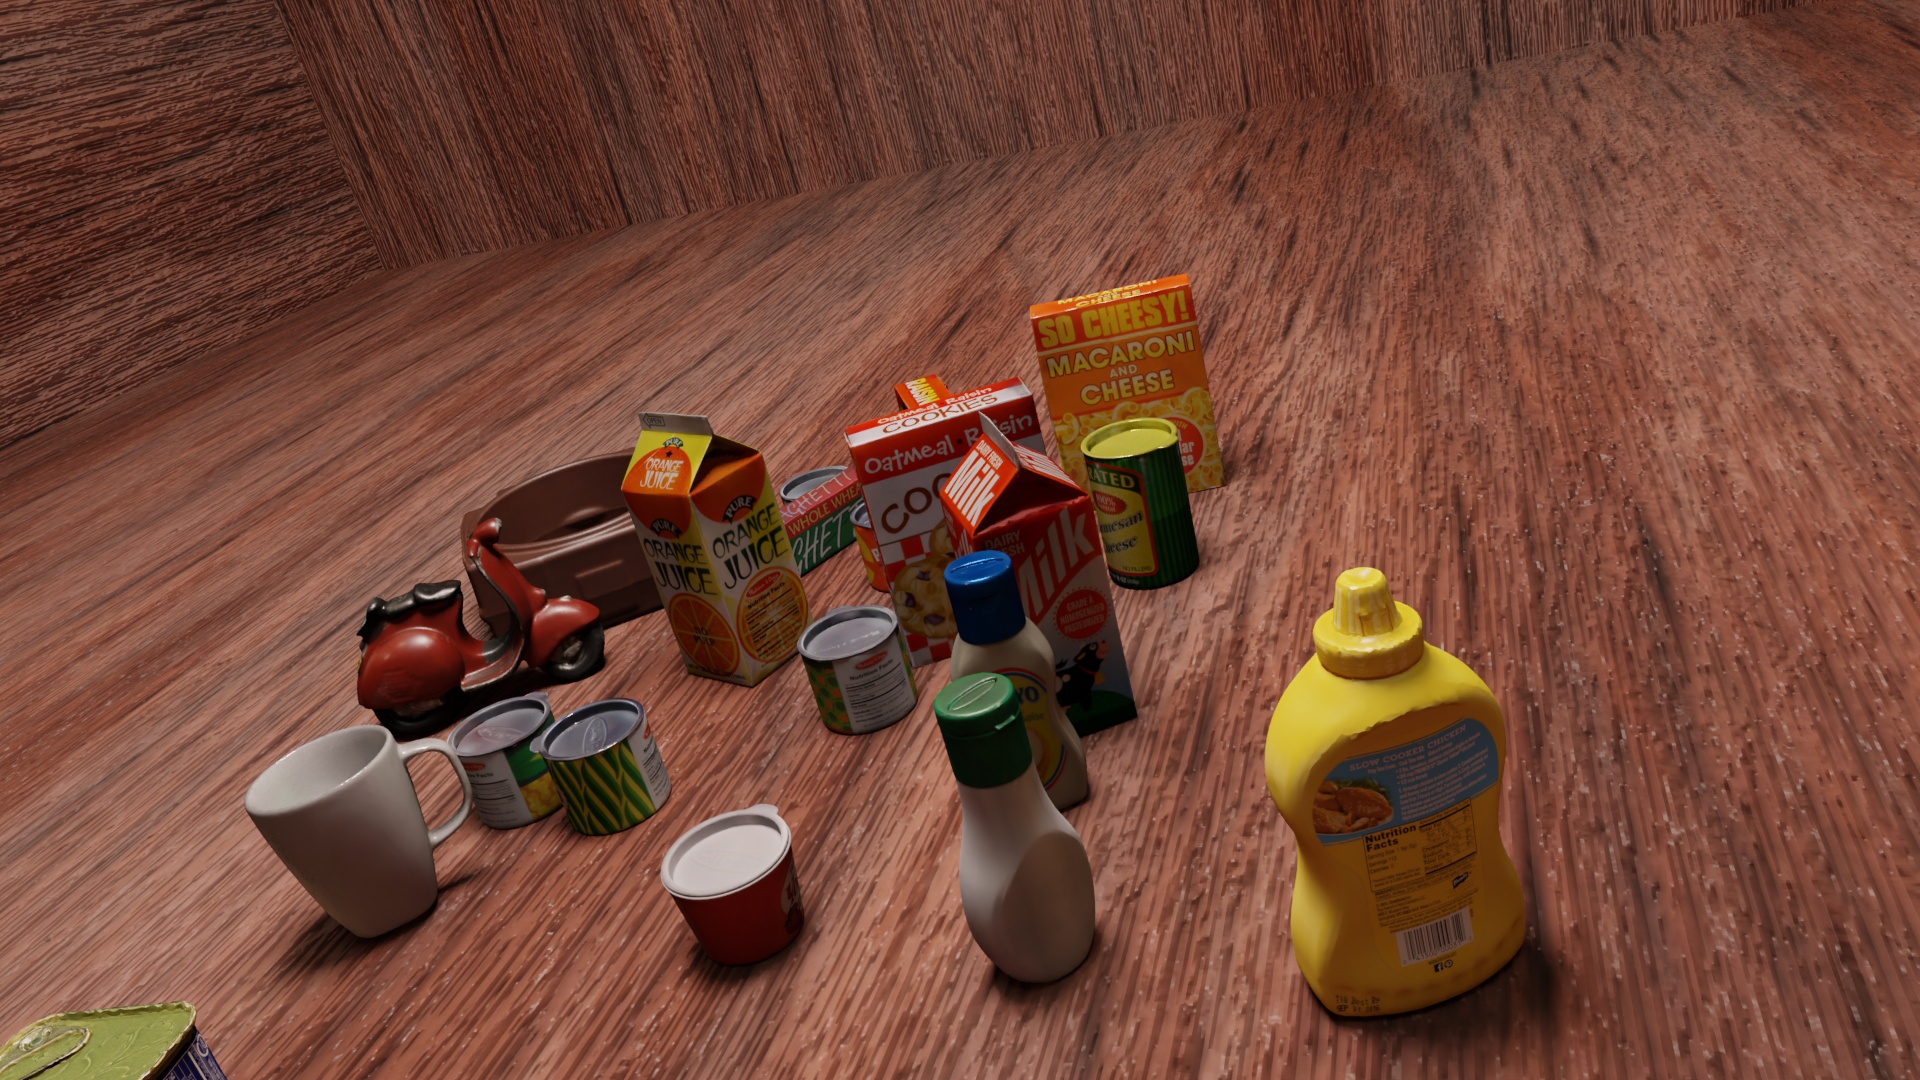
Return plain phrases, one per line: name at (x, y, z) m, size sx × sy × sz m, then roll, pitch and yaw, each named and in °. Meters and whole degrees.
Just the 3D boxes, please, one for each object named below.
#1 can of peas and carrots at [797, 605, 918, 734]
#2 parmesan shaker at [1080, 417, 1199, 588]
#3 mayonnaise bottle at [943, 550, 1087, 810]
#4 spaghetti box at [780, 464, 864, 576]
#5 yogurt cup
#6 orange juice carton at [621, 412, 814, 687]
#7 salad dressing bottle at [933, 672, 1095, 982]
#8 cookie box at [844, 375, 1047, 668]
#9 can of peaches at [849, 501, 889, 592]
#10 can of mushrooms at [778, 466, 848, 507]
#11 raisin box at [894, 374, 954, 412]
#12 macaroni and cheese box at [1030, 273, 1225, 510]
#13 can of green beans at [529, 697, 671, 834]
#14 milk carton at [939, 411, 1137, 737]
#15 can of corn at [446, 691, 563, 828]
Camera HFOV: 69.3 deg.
can of peas and carrots at (-0.066, 0.082, 0.896) m, size 0.071 × 0.058 × 0.071 m, roll -12°, pitch 24°, yaw 6°
parmesan shaker at (0.128, -0.025, 0.966) m, size 0.071 × 0.102 × 0.071 m, roll -12°, pitch 24°, yaw 6°
mayonnaise bottle at (0.025, 0.078, 0.743) m, size 0.065 × 0.147 × 0.041 m, roll -14°, pitch 24°, yaw 1°
spaghetti box at (-0.107, -0.020, 1.151) m, size 0.028 × 0.050 × 0.251 m, roll 8°, pitch 32°, yaw 41°
yogurt cup at (-0.114, 0.180, 0.715) m, size 0.072 × 0.053 × 0.073 m, roll -12°, pitch 24°, yaw 6°
orange juice carton at (-0.172, -0.001, 0.971) m, size 0.072 × 0.192 × 0.073 m, roll 6°, pitch 31°, yaw 39°
salad dressing bottle at (0.023, 0.131, 0.631) m, size 0.064 × 0.147 × 0.044 m, roll -30°, pitch 28°, yaw -31°
cookie box at (0.003, -0.012, 0.927) m, size 0.123 × 0.166 × 0.040 m, roll -17°, pitch 24°, yaw -6°
can of peaches at (-0.045, 0.000, 1.062) m, size 0.071 × 0.057 × 0.071 m, roll -12°, pitch 24°, yaw 6°
can of mushrooms at (-0.121, -0.036, 1.215) m, size 0.071 × 0.033 × 0.071 m, roll -12°, pitch 24°, yaw 6°
raisin box at (-0.014, -0.061, 1.097) m, size 0.040 × 0.123 × 0.086 m, roll -17°, pitch 24°, yaw -5°
macaroni and cheese box at (0.130, -0.112, 1.077) m, size 0.124 × 0.165 × 0.040 m, roll -11°, pitch 24°, yaw 8°
can of green beans at (-0.219, 0.139, 0.857) m, size 0.071 × 0.057 × 0.071 m, roll -12°, pitch 24°, yaw 6°
milk carton at (0.041, 0.021, 0.808) m, size 0.073 × 0.189 × 0.072 m, roll -19°, pitch 24°, yaw -9°
can of corn at (-0.284, 0.140, 0.890) m, size 0.071 × 0.058 × 0.071 m, roll -12°, pitch 24°, yaw 6°
